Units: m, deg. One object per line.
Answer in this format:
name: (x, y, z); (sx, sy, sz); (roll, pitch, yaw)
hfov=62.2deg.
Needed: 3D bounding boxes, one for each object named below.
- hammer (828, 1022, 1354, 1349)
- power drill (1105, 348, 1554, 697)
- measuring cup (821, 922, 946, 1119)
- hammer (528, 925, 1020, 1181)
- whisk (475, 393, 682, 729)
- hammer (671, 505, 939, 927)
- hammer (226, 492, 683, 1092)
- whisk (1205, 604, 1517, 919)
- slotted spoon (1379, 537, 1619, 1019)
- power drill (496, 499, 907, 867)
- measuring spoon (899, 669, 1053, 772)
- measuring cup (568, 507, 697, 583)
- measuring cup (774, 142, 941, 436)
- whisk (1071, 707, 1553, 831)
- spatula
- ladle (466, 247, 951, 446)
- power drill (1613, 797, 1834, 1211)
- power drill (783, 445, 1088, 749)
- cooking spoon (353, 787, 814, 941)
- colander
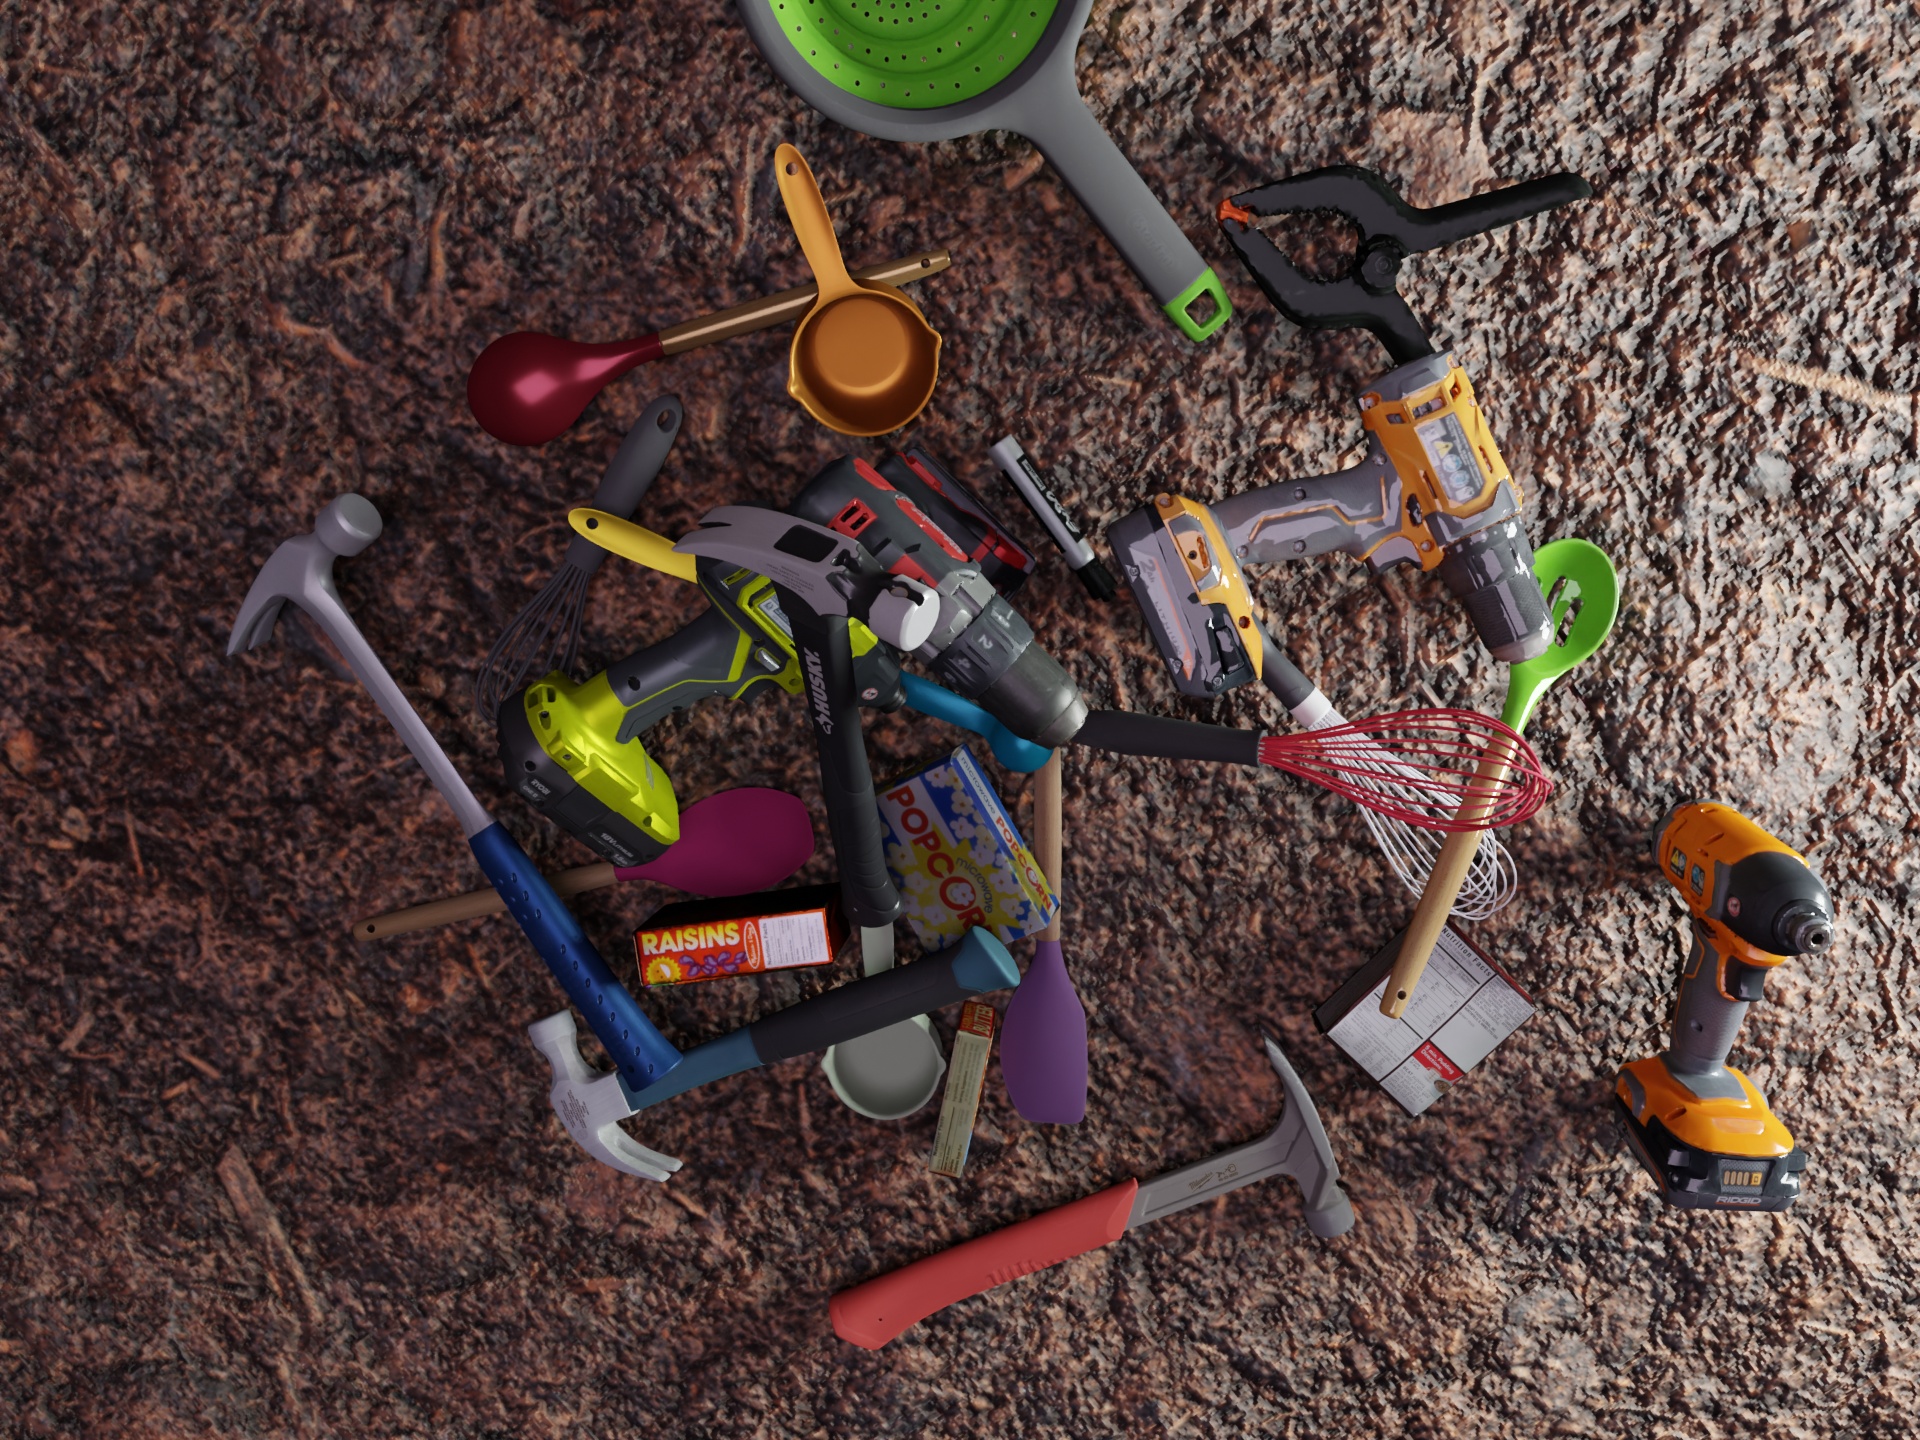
hammer: (0.075, 0.335, 1.076); (0.359, 0.037, 0.149); (-23, 100, 7)
power drill: (0.220, -0.087, 0.928); (0.226, 0.084, 0.185); (-25, 92, 6)
measuring cup: (-0.050, 0.178, 1.051); (0.083, 0.038, 0.167); (-1, 97, 6)
hammer: (-0.119, 0.204, 1.030); (0.331, 0.033, 0.128); (-22, 90, 15)
whisk: (-0.235, -0.098, 0.999); (0.055, 0.055, 0.239); (30, 97, -4)
hammer: (-0.070, 0.016, 0.887); (0.146, 0.334, 0.035); (27, 58, 22)
hammer: (-0.311, 0.062, 1.004); (0.144, 0.035, 0.405); (-32, 94, 27)
whisk: (0.241, 0.015, 0.994); (0.070, 0.070, 0.284); (-42, 92, 10)
slotted spoon: (0.318, 0.034, 0.961); (0.070, 0.031, 0.314); (26, 81, -2)
power drill: (-0.154, -0.013, 0.972); (0.223, 0.080, 0.171); (-34, 130, 12)
measuring spoon: (-0.002, -0.003, 1.008); (0.128, 0.021, 0.042); (24, 106, 7)
measuring cup: (-0.168, -0.100, 0.991); (0.156, 0.029, 0.062); (23, 107, -11)
measuring cup: (-0.072, -0.255, 0.934); (0.095, 0.052, 0.173); (-19, 116, 4)
whisk: (0.200, 0.019, 0.953); (0.296, 0.073, 0.073); (7, 103, 26)
spatula: (0.055, 0.118, 1.042); (0.060, 0.018, 0.316); (2, 102, 11)
ladle: (-0.158, -0.237, 0.976); (0.315, 0.031, 0.069); (-16, 102, 4)
power drill: (0.466, 0.177, 0.961); (0.084, 0.164, 0.226); (2, 104, 2)
power drill: (-0.005, -0.073, 0.898); (0.188, 0.227, 0.080); (43, 101, -6)
cooking spoon: (-0.252, 0.105, 1.054); (0.319, 0.017, 0.069); (-13, 91, 5)
colander: (0.023, -0.380, 0.915); (0.204, 0.095, 0.396); (-41, 115, 9)
